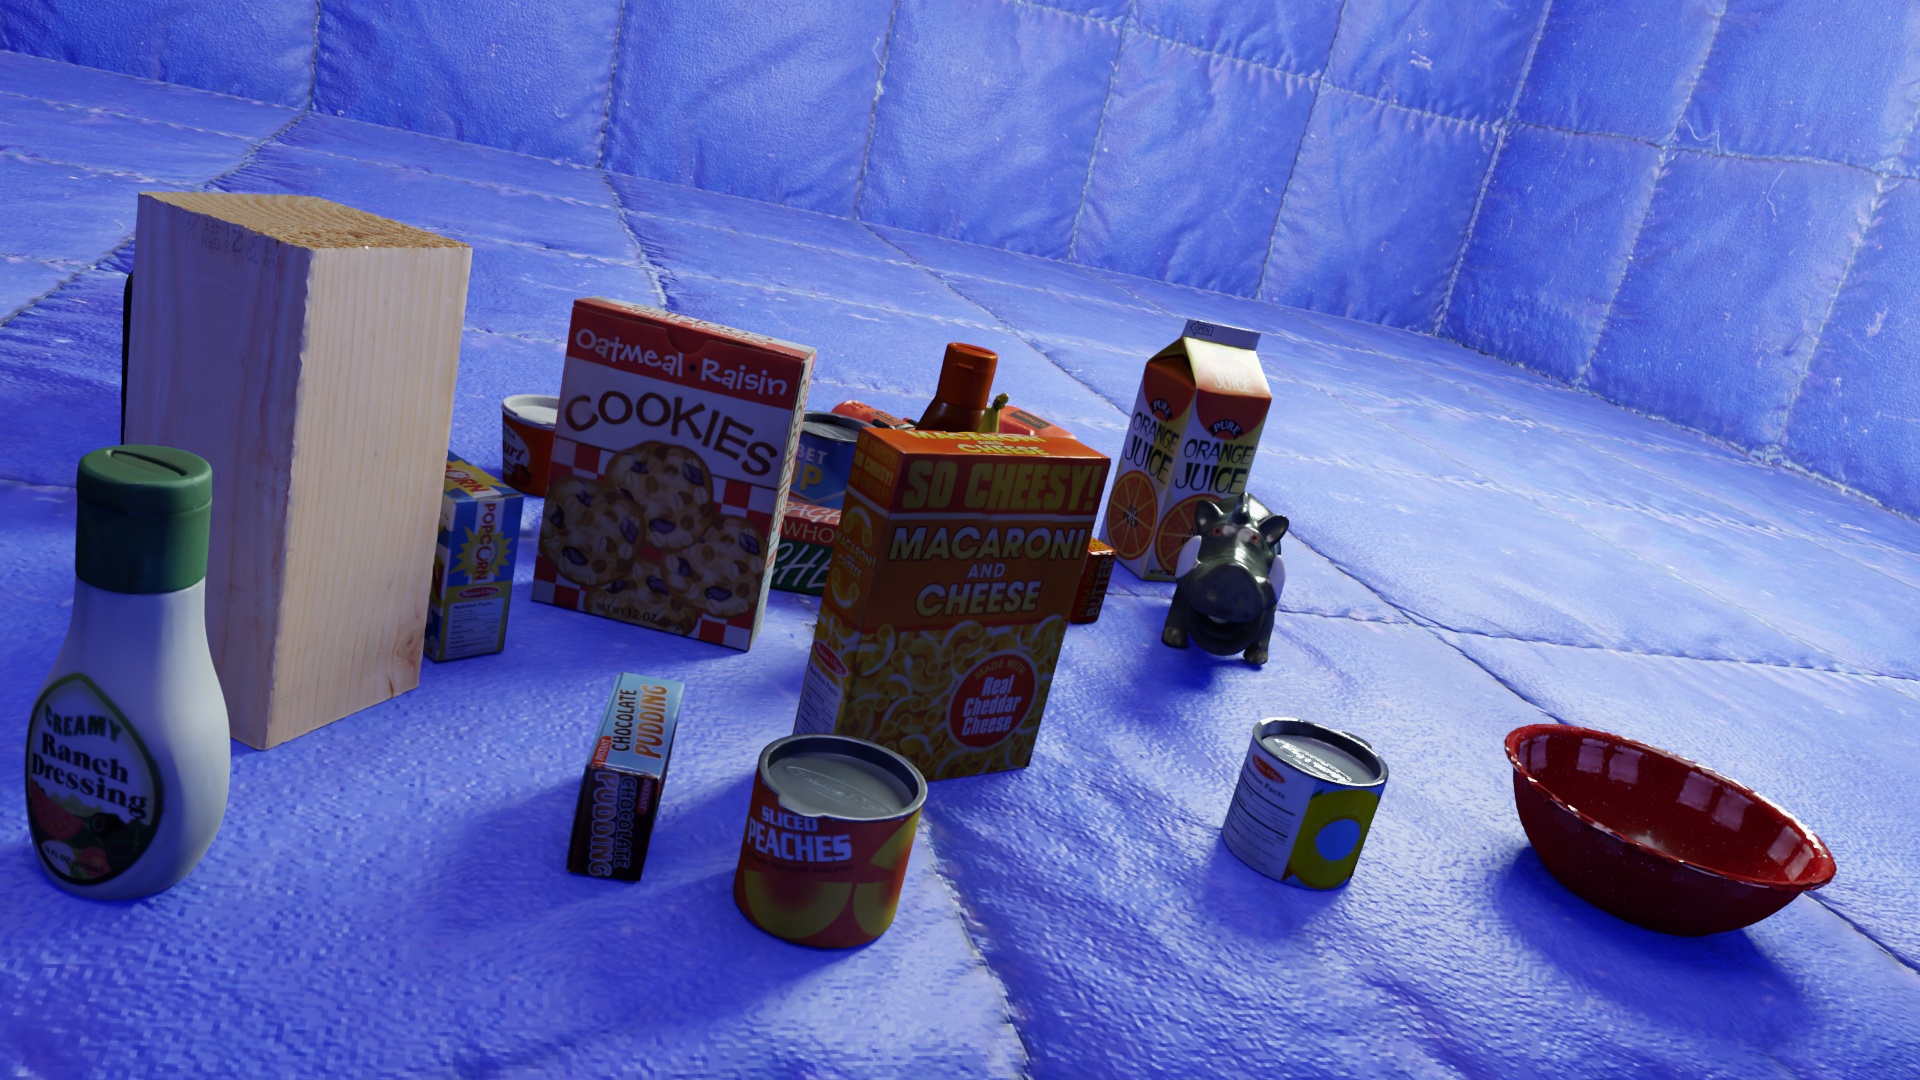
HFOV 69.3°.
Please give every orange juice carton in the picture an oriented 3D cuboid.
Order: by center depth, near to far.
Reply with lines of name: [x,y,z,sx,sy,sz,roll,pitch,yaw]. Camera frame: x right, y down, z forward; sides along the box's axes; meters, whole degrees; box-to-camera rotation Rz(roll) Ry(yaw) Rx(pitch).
orange juice carton: [0.173,-0.069,1.046,0.072,0.192,0.073,4,20,-27]

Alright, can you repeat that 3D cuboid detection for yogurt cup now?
yogurt cup: [-0.273,-0.062,0.923,0.072,0.053,0.072,12,18,-4]

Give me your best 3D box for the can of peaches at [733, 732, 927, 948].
can of peaches: [-0.052,0.116,0.538,0.071,0.058,0.071,12,18,-4]

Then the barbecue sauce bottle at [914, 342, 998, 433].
barbecue sauce bottle: [-0.008,-0.061,0.959,0.065,0.148,0.044,16,17,8]

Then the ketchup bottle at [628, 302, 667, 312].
ketchup bottle: [-0.202,-0.066,0.833,0.065,0.148,0.044,18,18,12]

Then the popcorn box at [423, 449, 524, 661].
popcorn box: [-0.274,-0.004,0.696,0.127,0.085,0.038,26,21,34]

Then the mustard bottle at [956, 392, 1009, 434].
mustard bottle: [0.003,-0.010,0.794,0.049,0.159,0.065,15,17,4]

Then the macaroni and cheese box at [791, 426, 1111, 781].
macaroni and cheese box: [-0.006,0.032,0.652,0.124,0.165,0.040,0,22,-38]

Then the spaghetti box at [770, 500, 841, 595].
spaghetti box: [-0.058,0.012,0.863,0.250,0.050,0.029,10,18,-11]

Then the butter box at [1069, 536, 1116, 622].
butter box: [0.062,0.012,0.946,0.024,0.053,0.104,1,22,-35]

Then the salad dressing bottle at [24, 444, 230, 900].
salad dressing bottle: [-0.269,0.043,0.453,0.064,0.147,0.044,17,18,11]

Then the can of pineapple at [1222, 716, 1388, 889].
can of pineapple: [0.167,0.126,0.670,0.071,0.057,0.071,12,18,-4]

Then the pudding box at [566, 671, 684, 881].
pudding box: [-0.134,0.093,0.561,0.030,0.049,0.084,11,18,-8]

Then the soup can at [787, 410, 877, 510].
soup can: [-0.094,-0.038,0.933,0.071,0.083,0.071,12,17,-4]

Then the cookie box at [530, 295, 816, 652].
cookie box: [-0.154,-0.035,0.744,0.123,0.166,0.040,14,17,0]
